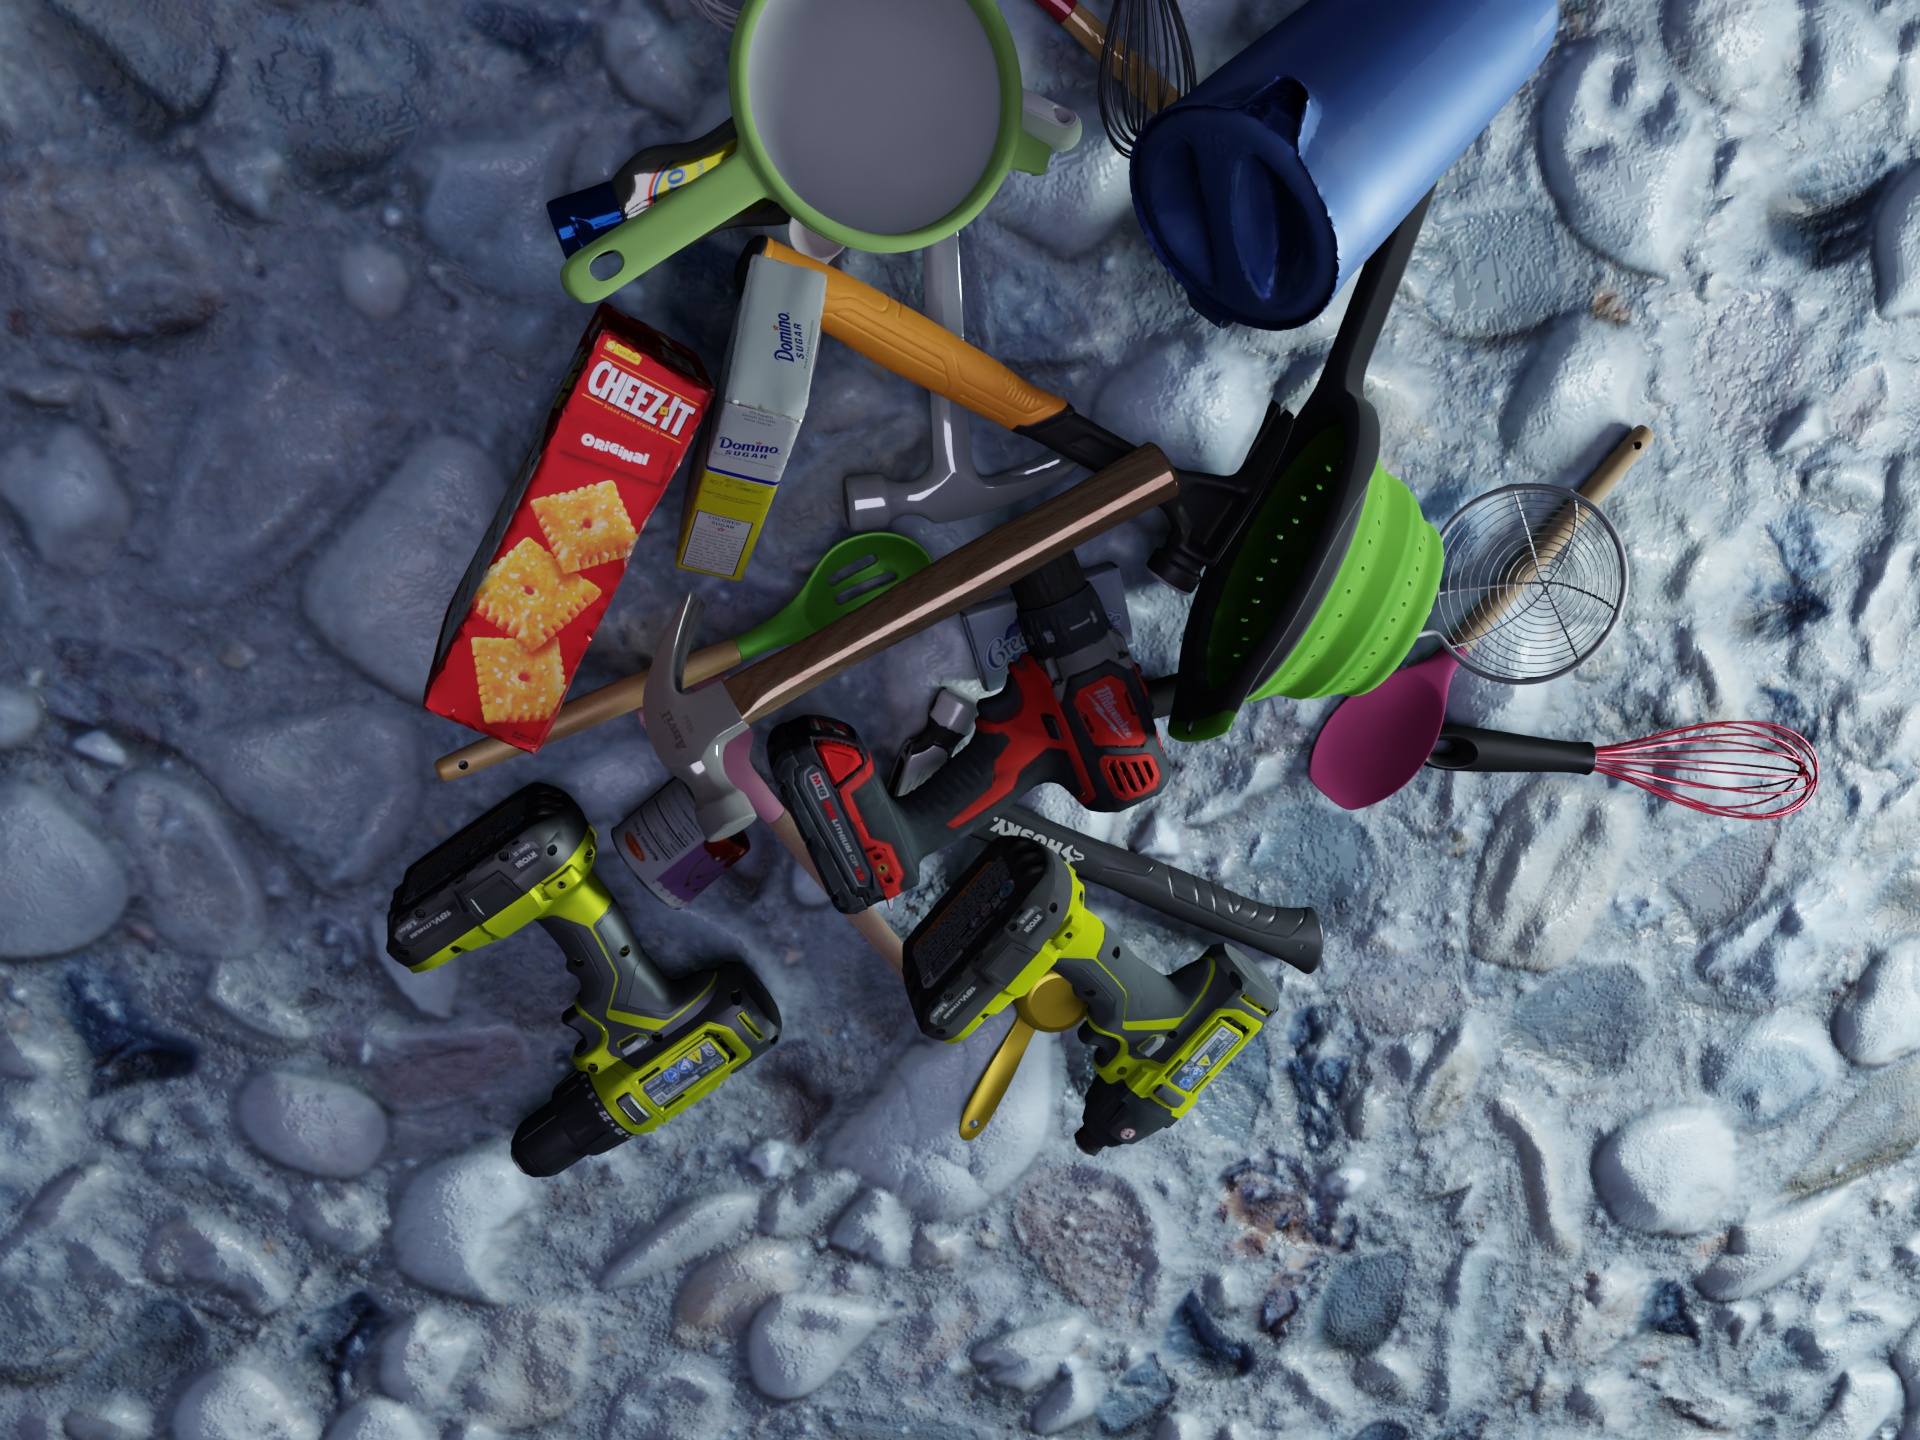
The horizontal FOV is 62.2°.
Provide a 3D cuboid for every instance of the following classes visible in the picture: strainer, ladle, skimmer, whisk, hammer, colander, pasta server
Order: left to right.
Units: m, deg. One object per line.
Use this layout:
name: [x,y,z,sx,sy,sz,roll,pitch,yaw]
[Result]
strainer: [-0.091,-0.280,0.787,0.256,0.069,0.151,-36,112,-10]
pasta server: [-0.099,0.081,1.015,0.060,0.040,0.316,-44,113,-15]
whisk: [-0.041,-0.371,0.874,0.246,0.058,0.059,17,146,-20]
hammer: [-0.028,-0.067,0.899,0.331,0.031,0.130,-29,78,-3]
hammer: [-0.008,-0.303,0.876,0.144,0.035,0.405,-8,119,-9]
hammer: [0.030,-0.190,0.904,0.336,0.034,0.127,23,111,-23]
ladle: [0.082,-0.386,0.903,0.315,0.031,0.069,35,93,-21]
hammer: [0.101,0.104,1.064,0.334,0.035,0.146,23,102,-18]
whisk: [0.101,-0.428,0.867,0.055,0.055,0.239,-3,96,-10]
skimmer: [0.230,-0.050,1.004,0.363,0.090,0.127,-16,79,-1]
colander: [0.245,-0.155,0.937,0.094,0.204,0.397,23,84,-8]
whisk: [0.452,0.027,1.099,0.296,0.073,0.073,4,107,-6]

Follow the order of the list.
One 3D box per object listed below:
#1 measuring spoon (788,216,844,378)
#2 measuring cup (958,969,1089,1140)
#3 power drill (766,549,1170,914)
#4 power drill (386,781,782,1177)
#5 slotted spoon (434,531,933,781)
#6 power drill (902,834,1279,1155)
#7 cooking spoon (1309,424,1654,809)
measuring spoon: [-0.088,-0.240,0.908,0.034,0.018,0.124,3,131,-15]
measuring cup: [0.041,0.229,1.094,0.062,0.029,0.156,25,99,-18]
power drill: [-0.002,-0.003,0.953,0.226,0.080,0.187,-24,105,-3]
power drill: [-0.249,0.171,0.996,0.190,0.080,0.228,-34,114,1]
slotted spoon: [-0.156,-0.034,0.934,0.314,0.031,0.070,-25,108,-19]
power drill: [0.077,0.187,1.033,0.223,0.080,0.171,35,103,-26]
cooking spoon: [0.350,-0.070,1.063,0.069,0.017,0.319,40,96,2]
